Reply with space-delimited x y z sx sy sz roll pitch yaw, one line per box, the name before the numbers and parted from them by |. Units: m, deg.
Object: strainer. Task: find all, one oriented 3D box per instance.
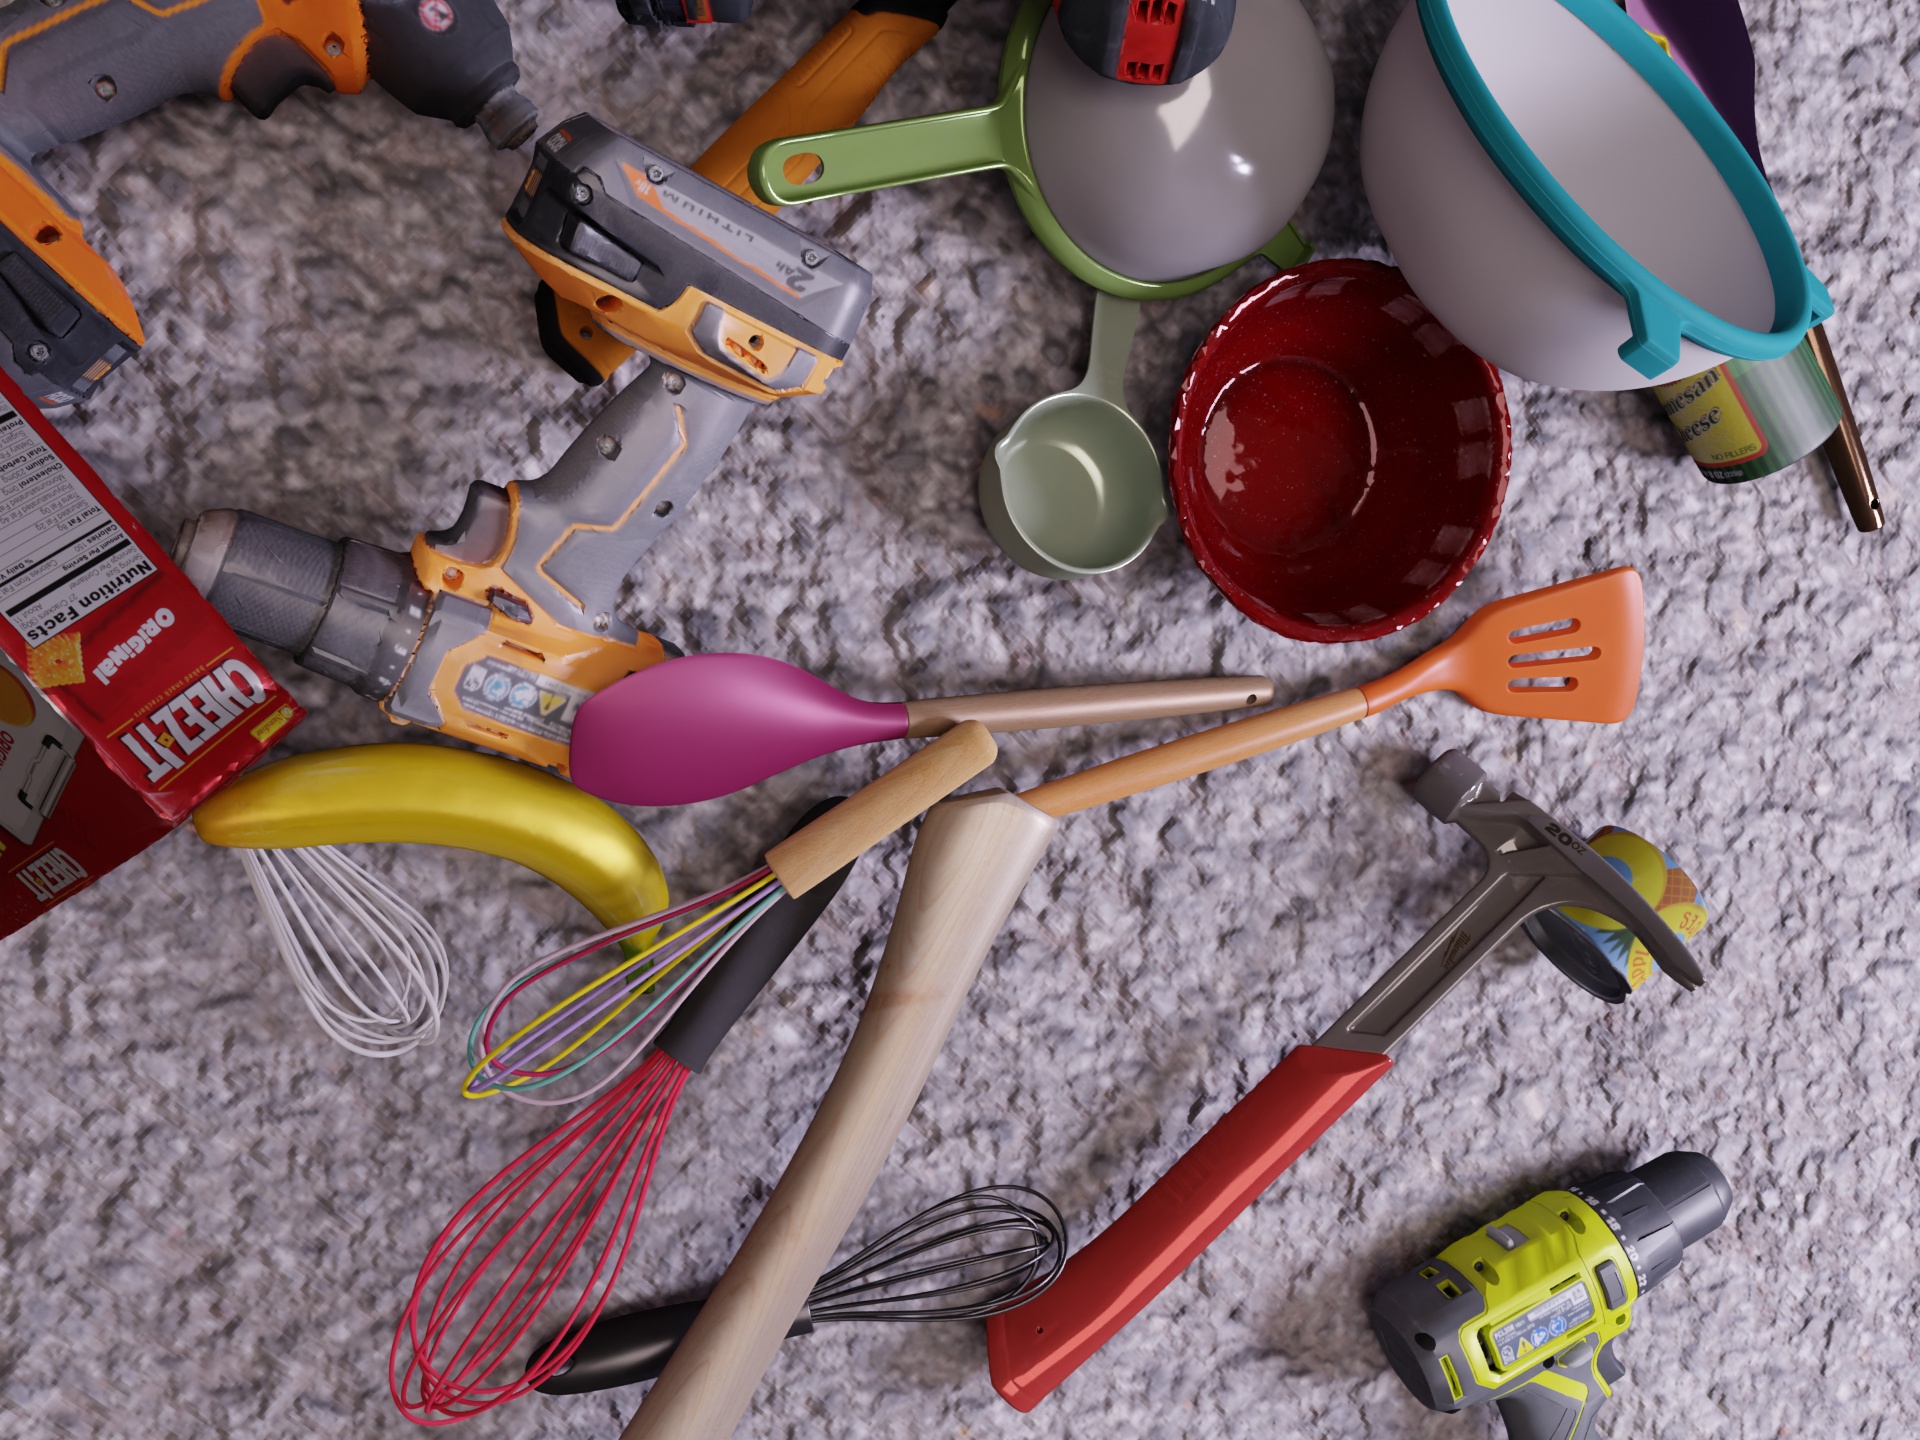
strainer | 0.200 -0.261 0.654 0.211 0.095 0.340 -22 75 -43
strainer | 0.048 -0.225 0.601 0.256 0.069 0.151 -18 115 -23

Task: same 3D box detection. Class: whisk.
whisk | -0.069 0.251 0.690 0.239 0.055 0.055 -12 101 -9
whisk | -0.090 0.074 0.625 0.245 0.051 0.047 -34 132 -8
whisk | -0.127 0.153 0.644 0.073 0.073 0.296 39 77 -18
whisk | -0.275 0.026 0.599 0.246 0.059 0.058 57 44 -12

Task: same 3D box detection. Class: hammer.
hammer | -0.062 0.218 0.650 0.146 0.038 0.410 29 89 -8
hammer | 0.155 0.184 0.720 0.359 0.036 0.149 -44 68 -1
hammer | -0.035 -0.255 0.630 0.127 0.034 0.337 44 85 -16

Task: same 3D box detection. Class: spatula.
spatula | 0.386 -0.232 0.762 0.060 0.018 0.315 -30 104 -9
spatula | 0.163 0.001 0.712 0.322 0.041 0.081 -17 118 -17

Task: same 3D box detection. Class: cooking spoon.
cooking spoon | -0.001 -0.002 0.652 0.318 0.017 0.068 -5 125 -27

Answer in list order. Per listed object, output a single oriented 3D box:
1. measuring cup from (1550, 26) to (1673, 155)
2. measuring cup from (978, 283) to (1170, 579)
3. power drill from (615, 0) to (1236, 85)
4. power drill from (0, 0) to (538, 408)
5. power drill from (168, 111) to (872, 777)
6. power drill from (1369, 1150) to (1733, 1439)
measuring cup | 0.255 -0.315 0.714 0.156 0.029 0.062 43 88 -5
measuring cup | 0.052 -0.139 0.677 0.083 0.038 0.168 16 77 -21
power drill | -0.007 -0.325 0.565 0.226 0.080 0.188 5 75 0
power drill | -0.268 -0.212 0.546 0.226 0.084 0.164 -47 108 -9
power drill | -0.155 -0.096 0.567 0.185 0.084 0.226 22 106 -30
power drill | 0.327 0.342 0.801 0.190 0.080 0.228 -24 101 -11
